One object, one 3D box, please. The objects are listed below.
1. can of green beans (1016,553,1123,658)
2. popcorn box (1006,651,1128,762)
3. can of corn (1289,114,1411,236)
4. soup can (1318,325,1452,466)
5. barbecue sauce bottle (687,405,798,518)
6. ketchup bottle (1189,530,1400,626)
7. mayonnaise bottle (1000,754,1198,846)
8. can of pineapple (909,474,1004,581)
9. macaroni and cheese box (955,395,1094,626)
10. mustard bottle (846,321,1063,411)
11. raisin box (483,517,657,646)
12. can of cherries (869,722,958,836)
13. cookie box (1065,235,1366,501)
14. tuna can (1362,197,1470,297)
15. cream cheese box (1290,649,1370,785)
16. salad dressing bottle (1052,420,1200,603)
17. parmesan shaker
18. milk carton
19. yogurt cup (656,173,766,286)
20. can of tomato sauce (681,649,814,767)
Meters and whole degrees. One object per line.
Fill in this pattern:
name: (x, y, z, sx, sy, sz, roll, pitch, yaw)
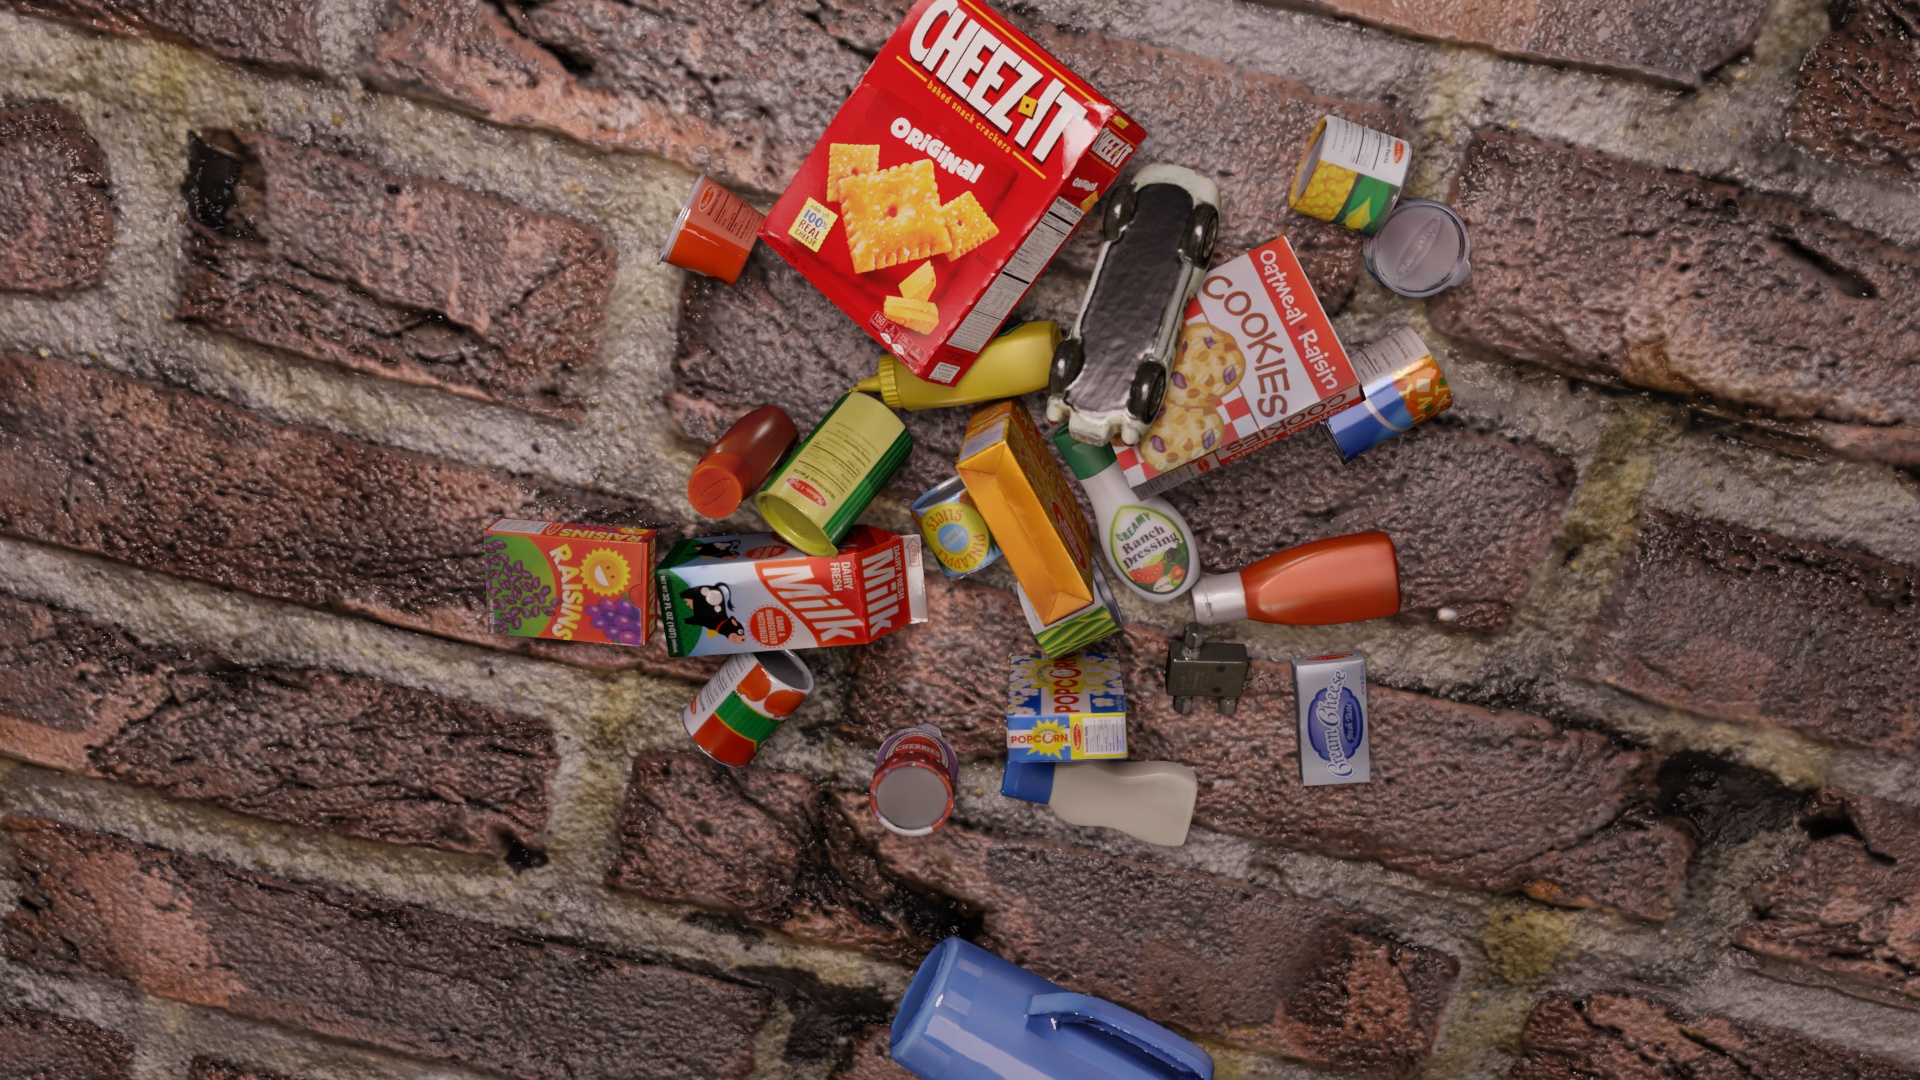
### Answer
can of green beans: (0.081, 0.047, 1.031, 0.058, 0.071, 0.071, -25, 104, 11)
popcorn box: (0.078, 0.121, 1.022, 0.085, 0.127, 0.038, -3, 105, 4)
can of corn: (0.259, -0.243, 0.932, 0.058, 0.071, 0.071, 18, 108, -2)
soup can: (0.292, -0.100, 0.974, 0.083, 0.071, 0.071, -29, 104, 11)
barbecue sauce bottle: (-0.155, -0.053, 0.970, 0.065, 0.149, 0.043, -37, 101, 13)
ketchup bottle: (0.246, 0.035, 1.029, 0.149, 0.044, 0.064, -9, 106, 6)
mayonnaise bottle: (0.107, 0.196, 1.089, 0.148, 0.041, 0.064, 11, 106, 1)
can of pineapple: (0.004, -0.013, 1.015, 0.071, 0.071, 0.057, -26, 103, 11)
macaroni and cheese box: (0.046, -0.028, 0.957, 0.040, 0.167, 0.123, -26, 104, 12)
mustard bottle: (-0.006, -0.121, 0.987, 0.160, 0.065, 0.048, -9, 104, 12)
raisin box: (-0.297, 0.031, 1.062, 0.123, 0.040, 0.085, 5, 107, 1)
can of cherries: (-0.036, 0.186, 1.085, 0.071, 0.058, 0.071, 1, 108, 3)
cookie box: (0.174, -0.118, 0.958, 0.167, 0.040, 0.123, -25, 69, 10)
tuna can: (0.315, -0.201, 0.957, 0.071, 0.033, 0.070, 1, 107, 3)
cream cheese box: (0.285, 0.137, 1.069, 0.053, 0.024, 0.103, -6, 107, 7)
salad dressing bottle: (0.120, -0.024, 1.018, 0.064, 0.044, 0.147, -32, 103, 11)
parmesan shaker: (-0.086, -0.046, 0.987, 0.071, 0.071, 0.103, 42, 65, -9)
milk carton: (-0.122, 0.035, 1.035, 0.191, 0.074, 0.072, -4, 107, 4)
yogurt cup: (-0.171, -0.213, 0.967, 0.054, 0.072, 0.072, 26, 107, -13)
can of tomato sauce: (-0.161, 0.123, 1.069, 0.071, 0.071, 0.083, 39, 105, -9)
